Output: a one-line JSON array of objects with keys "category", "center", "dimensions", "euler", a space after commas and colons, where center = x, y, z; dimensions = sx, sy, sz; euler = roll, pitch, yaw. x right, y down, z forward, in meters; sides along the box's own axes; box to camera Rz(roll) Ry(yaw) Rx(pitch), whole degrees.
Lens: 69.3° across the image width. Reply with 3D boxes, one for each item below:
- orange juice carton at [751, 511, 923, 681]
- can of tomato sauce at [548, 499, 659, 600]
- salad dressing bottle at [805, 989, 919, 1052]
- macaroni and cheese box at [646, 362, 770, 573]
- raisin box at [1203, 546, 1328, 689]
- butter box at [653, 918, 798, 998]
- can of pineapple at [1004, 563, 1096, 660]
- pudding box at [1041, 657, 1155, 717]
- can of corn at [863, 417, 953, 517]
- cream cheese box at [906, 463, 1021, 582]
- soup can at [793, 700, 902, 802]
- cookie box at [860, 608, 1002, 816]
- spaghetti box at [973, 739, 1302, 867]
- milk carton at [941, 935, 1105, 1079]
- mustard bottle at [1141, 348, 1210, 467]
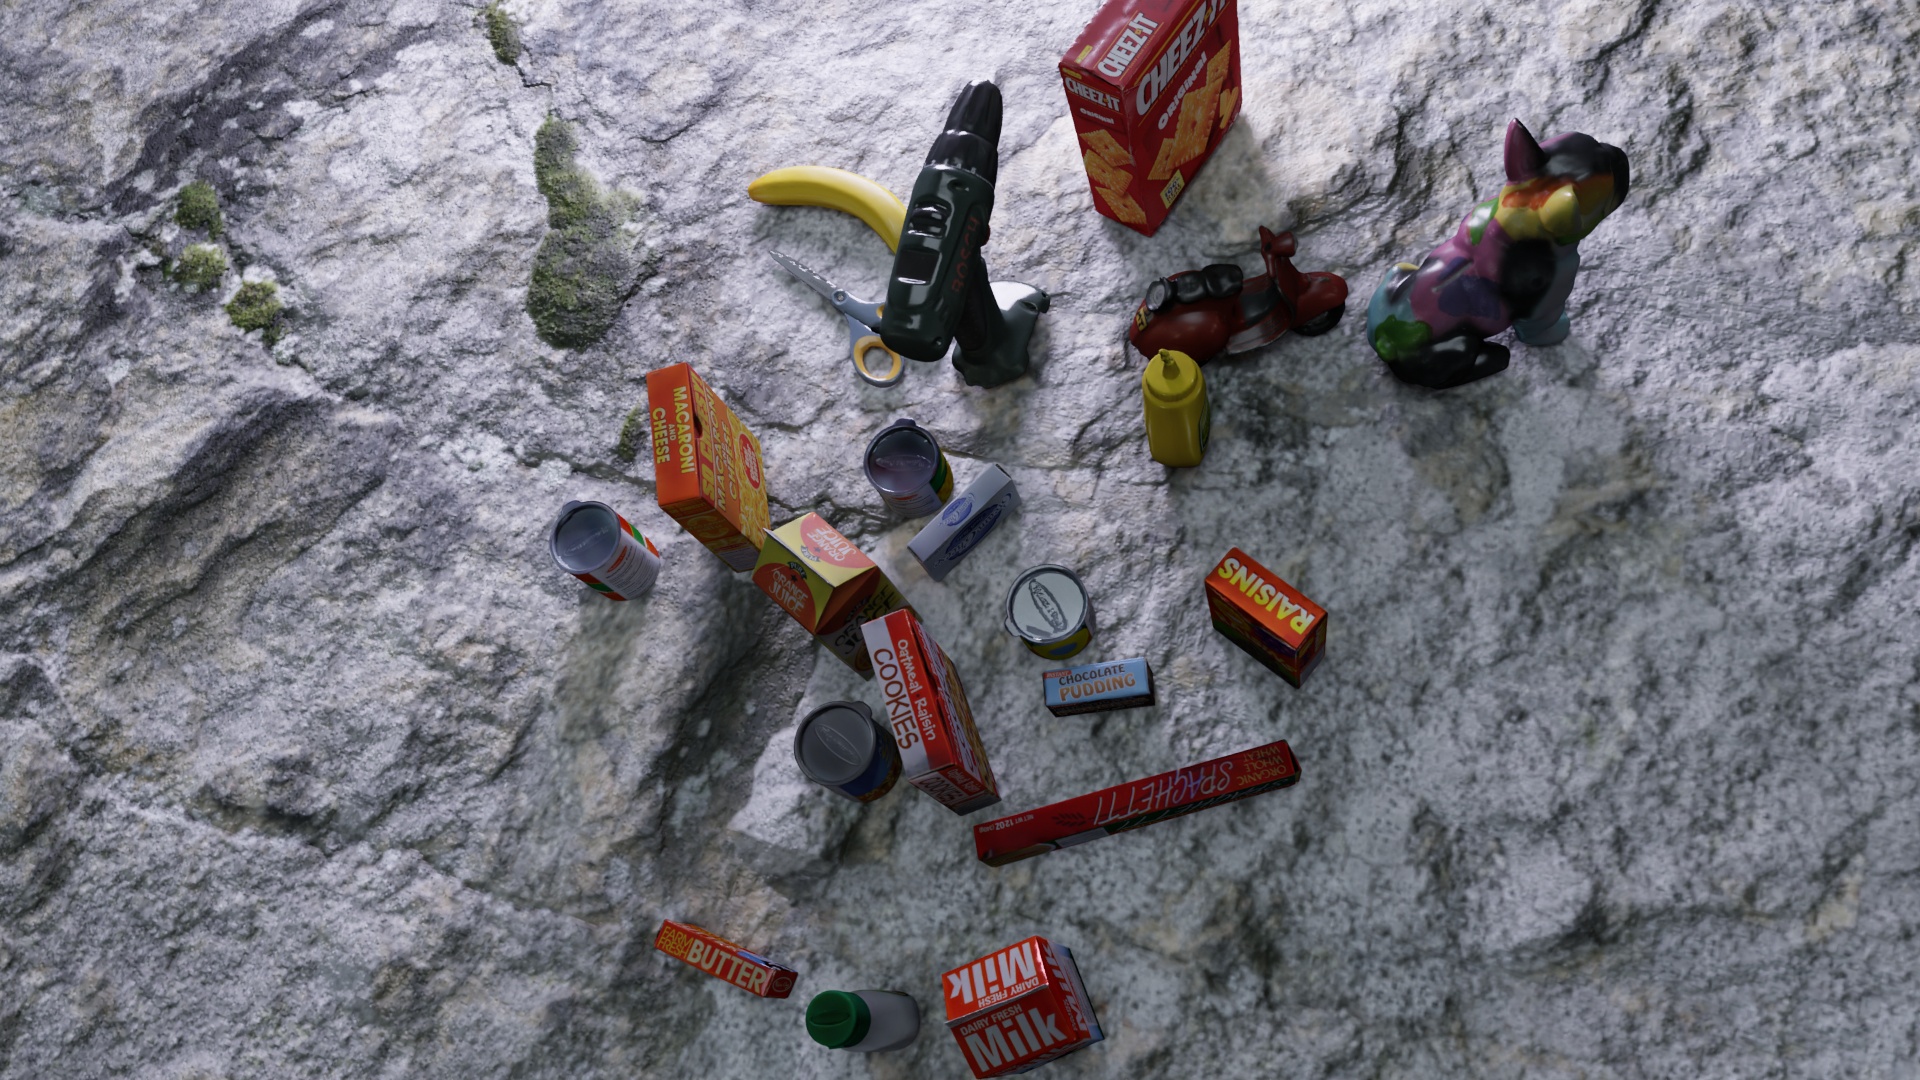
[{"category": "orange juice carton", "center": [-0.099, 0.042, 1.094], "dimensions": [0.072, 0.192, 0.073], "euler": [39, 83, 22]}, {"category": "can of tomato sauce", "center": [-0.311, 0.009, 1.215], "dimensions": [0.071, 0.083, 0.071], "euler": [-4, 70, 12]}, {"category": "salad dressing bottle", "center": [-0.071, 0.345, 1.000], "dimensions": [0.064, 0.147, 0.044], "euler": [-10, 69, 10]}, {"category": "macaroni and cheese box", "center": [-0.208, -0.058, 1.171], "dimensions": [0.040, 0.166, 0.124], "euler": [-14, 68, 8]}, {"category": "raisin box", "center": [0.231, 0.060, 1.049], "dimensions": [0.086, 0.123, 0.040], "euler": [39, 83, 22]}, {"category": "butter box", "center": [-0.183, 0.327, 1.084], "dimensions": [0.103, 0.053, 0.024], "euler": [18, 76, 18]}, {"category": "can of pineapple", "center": [0.072, 0.059, 1.122], "dimensions": [0.071, 0.057, 0.071], "euler": [-4, 69, 12]}, {"category": "pudding box", "center": [0.110, 0.116, 1.096], "dimensions": [0.084, 0.049, 0.030], "euler": [-8, 69, 10]}, {"category": "can of corn", "center": [-0.043, -0.061, 1.193], "dimensions": [0.071, 0.058, 0.071], "euler": [-4, 69, 12]}, {"category": "cream cheese box", "center": [0.004, -0.015, 1.167], "dimensions": [0.104, 0.053, 0.024], "euler": [-44, 67, -5]}, {"category": "soup can", "center": [-0.086, 0.167, 1.104], "dimensions": [0.071, 0.083, 0.071], "euler": [-4, 70, 12]}, {"category": "cookie box", "center": [-0.019, 0.134, 1.055], "dimensions": [0.040, 0.167, 0.123], "euler": [-22, 67, 5]}, {"category": "spaghetti box", "center": [0.134, 0.202, 1.059], "dimensions": [0.250, 0.050, 0.029], "euler": [-17, 68, 6]}, {"category": "milk carton", "center": [0.042, 0.323, 0.959], "dimensions": [0.072, 0.190, 0.073], "euler": [-24, 67, 4]}, {"category": "mustard bottle", "center": [0.171, -0.111, 1.106], "dimensions": [0.049, 0.160, 0.065], "euler": [5, 72, 15]}]
